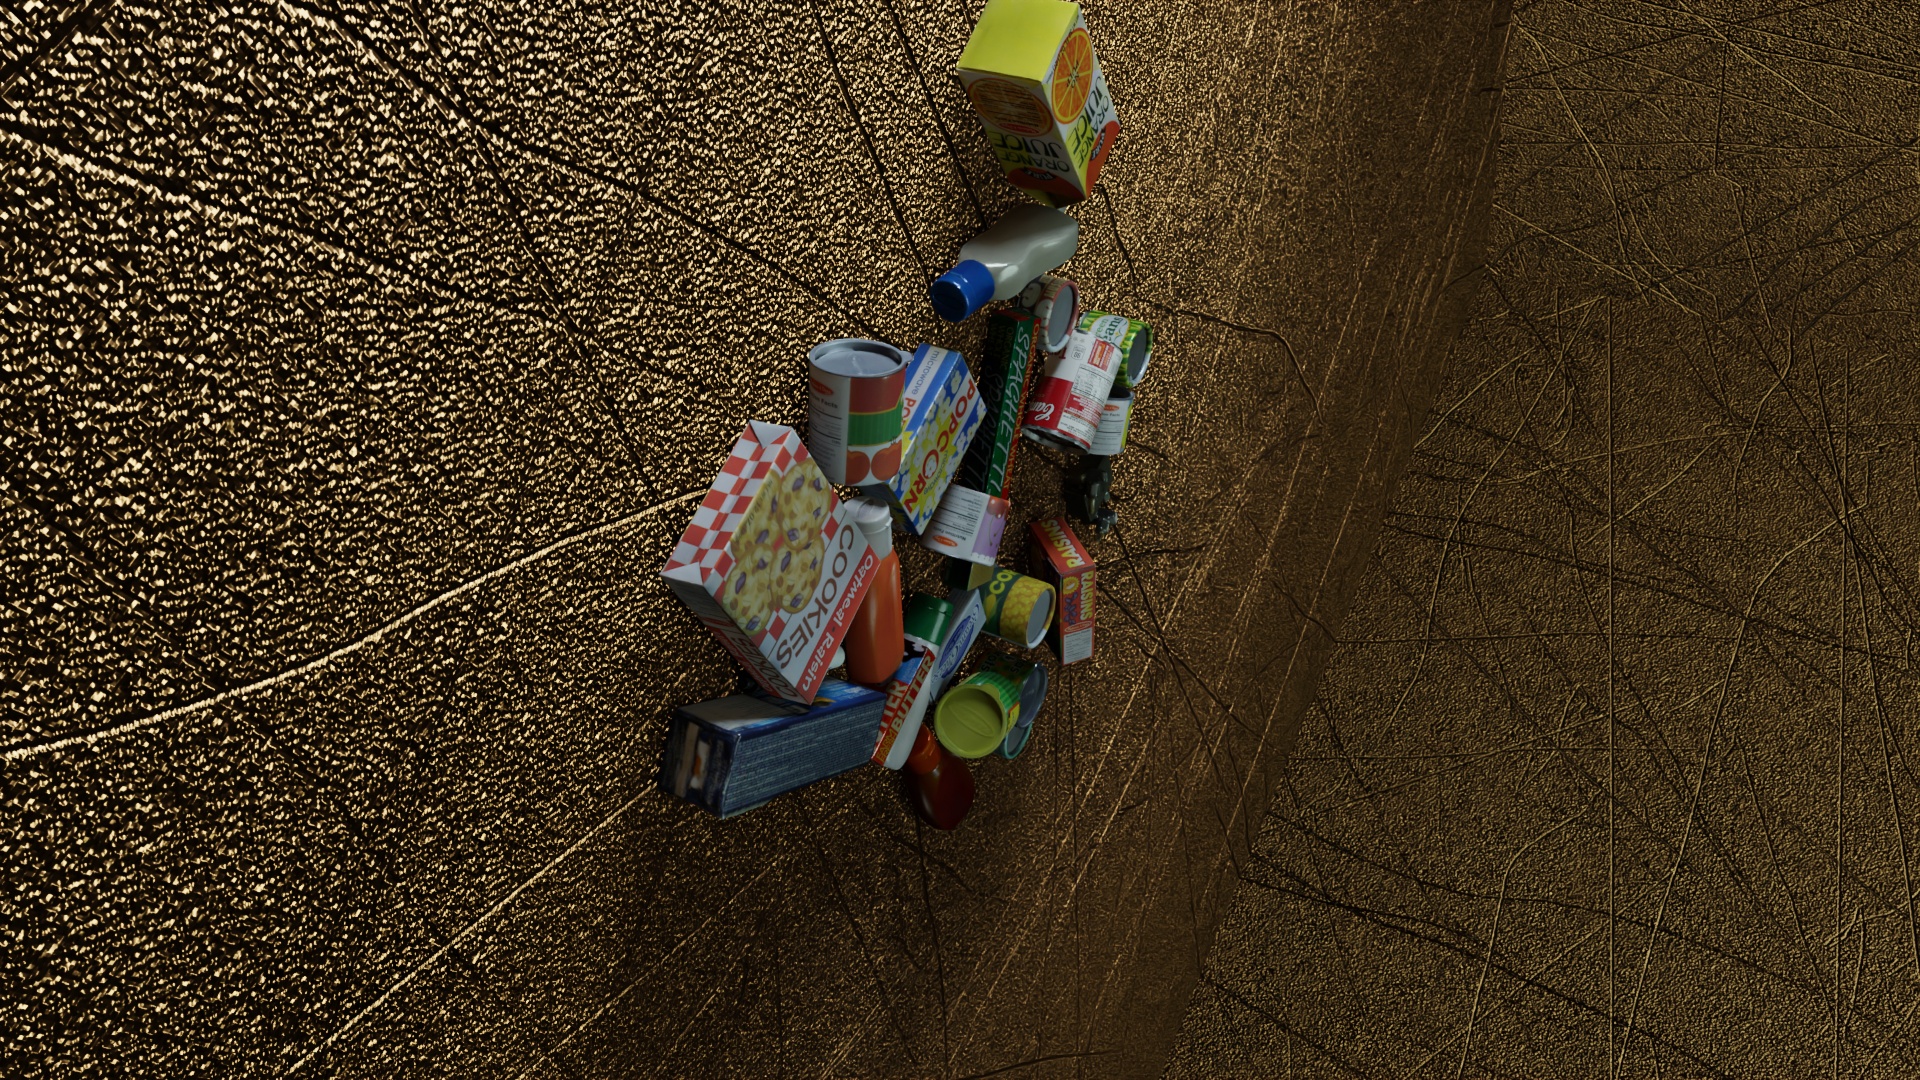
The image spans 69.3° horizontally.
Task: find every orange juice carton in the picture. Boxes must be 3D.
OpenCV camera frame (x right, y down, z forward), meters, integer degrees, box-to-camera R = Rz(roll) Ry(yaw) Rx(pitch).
[{"bbox_3d":[0.069,-0.329,1.077,0.072,0.073,0.192,-66,155,-12],"label":"orange juice carton"}]

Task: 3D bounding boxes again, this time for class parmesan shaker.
[{"bbox_3d":[0.019,0.157,1.284,0.103,0.071,0.071,-8,115,-80],"label":"parmesan shaker"}]

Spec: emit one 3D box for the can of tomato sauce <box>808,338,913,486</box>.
[{"bbox_3d":[-0.070,-0.089,0.958,0.071,0.071,0.082,-38,140,-50],"label":"can of tomato sauce"}]

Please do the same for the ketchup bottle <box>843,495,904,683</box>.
[{"bbox_3d":[-0.069,0.036,1.074,0.065,0.043,0.148,-64,158,-52],"label":"ketchup bottle"}]

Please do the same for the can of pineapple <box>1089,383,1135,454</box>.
[{"bbox_3d":[0.133,-0.122,1.365,0.071,0.071,0.057,-27,131,-57],"label":"can of pineapple"}]

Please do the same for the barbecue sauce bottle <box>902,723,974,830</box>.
[{"bbox_3d":[-0.026,0.215,1.289,0.065,0.044,0.148,-61,153,-23],"label":"barbecue sauce bottle"}]

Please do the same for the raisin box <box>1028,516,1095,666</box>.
[{"bbox_3d":[0.100,0.050,1.388,0.040,0.086,0.122,-14,130,-14],"label":"raisin box"}]

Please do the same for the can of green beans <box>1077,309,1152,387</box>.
[{"bbox_3d":[0.149,-0.188,1.360,0.071,0.058,0.071,-44,144,-45],"label":"can of green beans"}]

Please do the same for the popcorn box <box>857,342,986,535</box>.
[{"bbox_3d":[-0.031,-0.079,1.082,0.127,0.038,0.085,-63,154,-19],"label":"popcorn box"}]

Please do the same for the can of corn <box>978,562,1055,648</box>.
[{"bbox_3d":[0.052,0.062,1.328,0.071,0.058,0.070,-45,145,-45],"label":"can of corn"}]

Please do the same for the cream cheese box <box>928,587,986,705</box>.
[{"bbox_3d":[-0.013,0.092,1.254,0.104,0.024,0.053,-58,154,-28],"label":"cream cheese box"}]

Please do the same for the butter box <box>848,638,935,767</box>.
[{"bbox_3d":[-0.066,0.128,1.132,0.104,0.053,0.024,-64,153,-17],"label":"butter box"}]

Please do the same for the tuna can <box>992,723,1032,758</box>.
[{"bbox_3d":[0.047,0.193,1.439,0.071,0.033,0.070,-44,143,-46],"label":"tuna can"}]

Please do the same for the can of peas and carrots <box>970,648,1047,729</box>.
[{"bbox_3d":[0.046,0.144,1.372,0.071,0.059,0.070,-44,143,-46],"label":"can of peas and carrots"}]

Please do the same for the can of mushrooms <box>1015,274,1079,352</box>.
[{"bbox_3d":[0.077,-0.203,1.229,0.071,0.033,0.070,-44,144,-44],"label":"can of mushrooms"}]

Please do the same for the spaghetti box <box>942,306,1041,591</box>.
[{"bbox_3d":[0.027,-0.078,1.215,0.050,0.029,0.249,-22,126,-60],"label":"spaghetti box"}]

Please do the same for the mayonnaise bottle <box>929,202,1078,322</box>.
[{"bbox_3d":[0.032,-0.219,1.094,0.149,0.065,0.041,-43,147,-40],"label":"mayonnaise bottle"}]

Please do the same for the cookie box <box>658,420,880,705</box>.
[{"bbox_3d":[-0.122,0.019,0.937,0.123,0.040,0.166,-65,150,-24],"label":"cookie box"}]

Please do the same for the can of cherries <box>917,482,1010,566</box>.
[{"bbox_3d":[0.004,-0.015,1.168,0.071,0.071,0.058,12,94,-65],"label":"can of cherries"}]

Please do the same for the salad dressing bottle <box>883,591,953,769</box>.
[{"bbox_3d":[-0.047,0.118,1.179,0.064,0.044,0.148,34,75,-57],"label":"salad dressing bottle"}]
